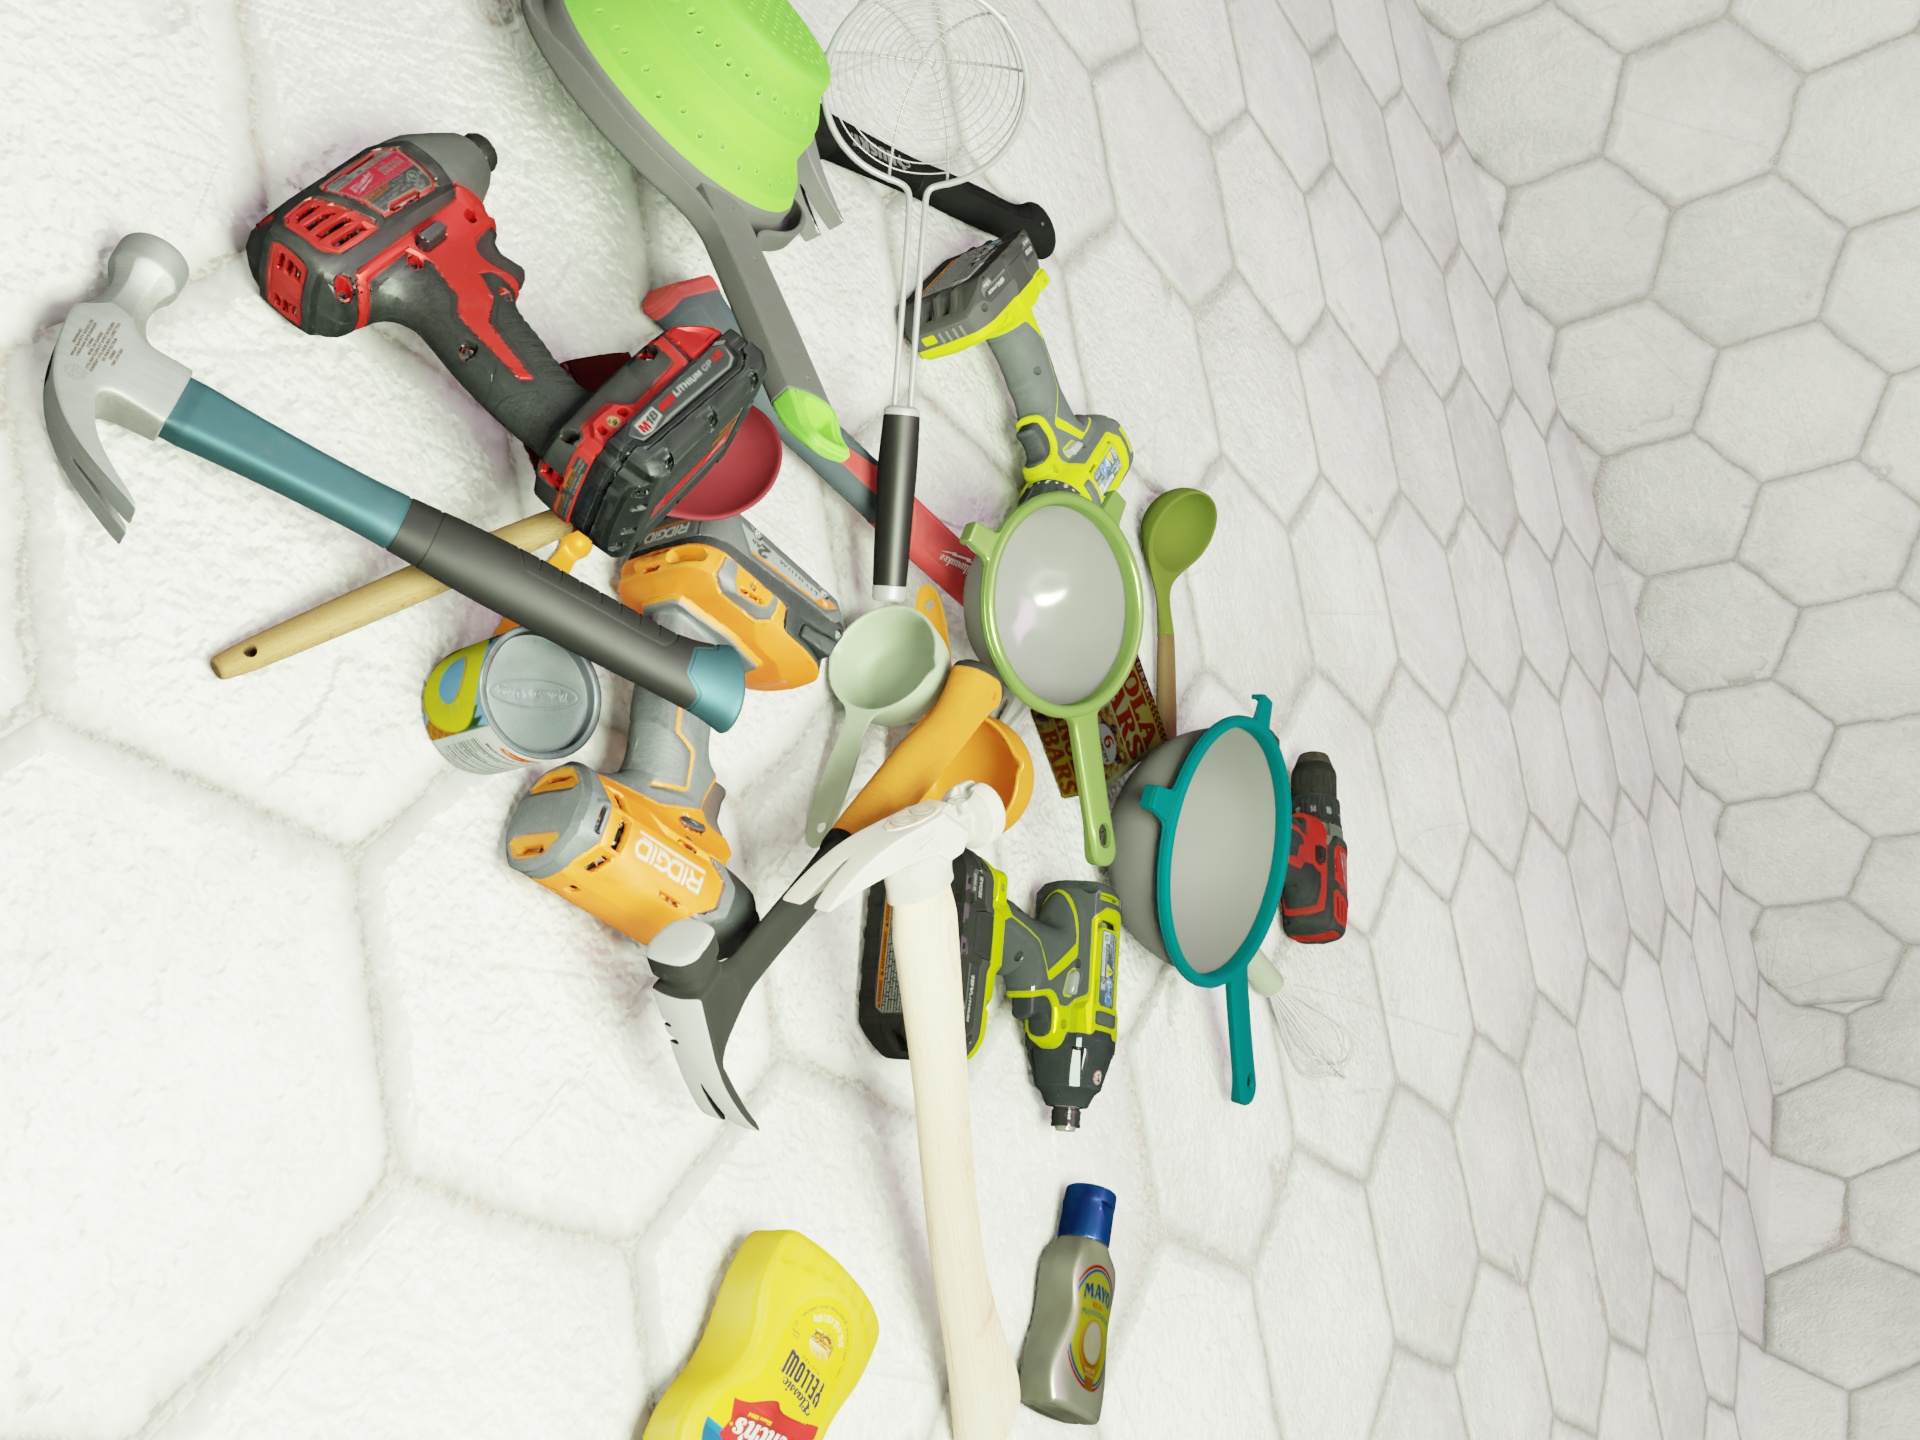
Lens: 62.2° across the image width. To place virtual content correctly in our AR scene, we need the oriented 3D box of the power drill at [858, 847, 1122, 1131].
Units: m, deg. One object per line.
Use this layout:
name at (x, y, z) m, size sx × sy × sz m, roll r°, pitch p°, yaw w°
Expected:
power drill at (0.033, 0.176, 1.054) m, size 0.223 × 0.080 × 0.171 m, roll 27°, pitch 62°, yaw -50°

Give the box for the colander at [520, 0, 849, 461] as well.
colander at (-0.113, -0.314, 0.879) m, size 0.204 × 0.094 × 0.397 m, roll 19°, pitch 41°, yaw -53°

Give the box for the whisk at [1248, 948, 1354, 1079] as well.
whisk at (0.278, 0.239, 1.402) m, size 0.246 × 0.059 × 0.058 m, roll 50°, pitch 6°, yaw -27°

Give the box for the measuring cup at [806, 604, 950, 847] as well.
measuring cup at (-0.057, 0.008, 1.007) m, size 0.038 × 0.083 × 0.168 m, roll 45°, pitch 60°, yaw -56°

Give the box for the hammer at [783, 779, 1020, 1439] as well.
hammer at (-0.014, 0.248, 0.904) m, size 0.146 × 0.038 × 0.410 m, roll -26°, pitch 116°, yaw -47°

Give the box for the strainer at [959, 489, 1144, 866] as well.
strainer at (0.060, -0.026, 1.084) m, size 0.151 × 0.069 × 0.256 m, roll -19°, pitch 104°, yaw -41°

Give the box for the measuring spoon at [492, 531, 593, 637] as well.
measuring spoon at (-0.221, -0.062, 0.838) m, size 0.021 × 0.011 × 0.117 m, roll 50°, pitch 44°, yaw -32°

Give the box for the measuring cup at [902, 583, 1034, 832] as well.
measuring cup at (-0.002, -0.003, 1.057) m, size 0.052 × 0.095 × 0.174 m, roll 16°, pitch 63°, yaw -68°

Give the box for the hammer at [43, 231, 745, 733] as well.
hammer at (-0.241, -0.084, 0.722) m, size 0.330 × 0.033 × 0.128 m, roll 29°, pitch 54°, yaw -25°

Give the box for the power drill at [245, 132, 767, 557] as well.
power drill at (-0.213, -0.196, 0.775) m, size 0.219 × 0.078 × 0.143 m, roll 37°, pitch 53°, yaw -4°

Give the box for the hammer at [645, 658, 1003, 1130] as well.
hammer at (-0.058, 0.073, 0.900) m, size 0.337 × 0.034 × 0.127 m, roll -51°, pitch 141°, yaw -45°

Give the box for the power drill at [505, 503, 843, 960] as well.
power drill at (-0.140, 0.016, 0.869) m, size 0.164 × 0.084 × 0.227 m, roll 42°, pitch 51°, yaw -40°

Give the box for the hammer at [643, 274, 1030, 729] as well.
hammer at (-0.064, -0.138, 1.047) m, size 0.385 × 0.038 × 0.143 m, roll 40°, pitch 69°, yaw -34°

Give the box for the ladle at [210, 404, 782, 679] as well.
ladle at (-0.215, -0.089, 0.781) m, size 0.315 × 0.031 × 0.069 m, roll -32°, pitch 87°, yaw -37°

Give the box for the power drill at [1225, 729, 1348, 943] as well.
power drill at (0.289, 0.084, 1.443) m, size 0.226 × 0.080 × 0.188 m, roll 37°, pitch 51°, yaw -46°

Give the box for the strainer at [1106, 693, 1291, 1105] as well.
strainer at (0.183, 0.155, 1.271) m, size 0.211 × 0.095 × 0.340 m, roll -34°, pitch 123°, yaw -46°

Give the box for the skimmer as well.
skimmer at (-0.031, -0.254, 0.979) m, size 0.090 × 0.127 × 0.363 m, roll -128°, pitch -138°, yaw -82°

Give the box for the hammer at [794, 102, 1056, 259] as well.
hammer at (-0.027, -0.404, 1.207) m, size 0.334 × 0.035 × 0.146 m, roll 1°, pitch 77°, yaw -54°

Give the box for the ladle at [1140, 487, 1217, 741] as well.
ladle at (0.187, -0.049, 1.363) m, size 0.078 × 0.062 × 0.320 m, roll 22°, pitch 64°, yaw -46°

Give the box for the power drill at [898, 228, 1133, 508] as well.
power drill at (0.046, -0.236, 1.215) m, size 0.228 × 0.080 × 0.191 m, roll 61°, pitch 37°, yaw -25°
